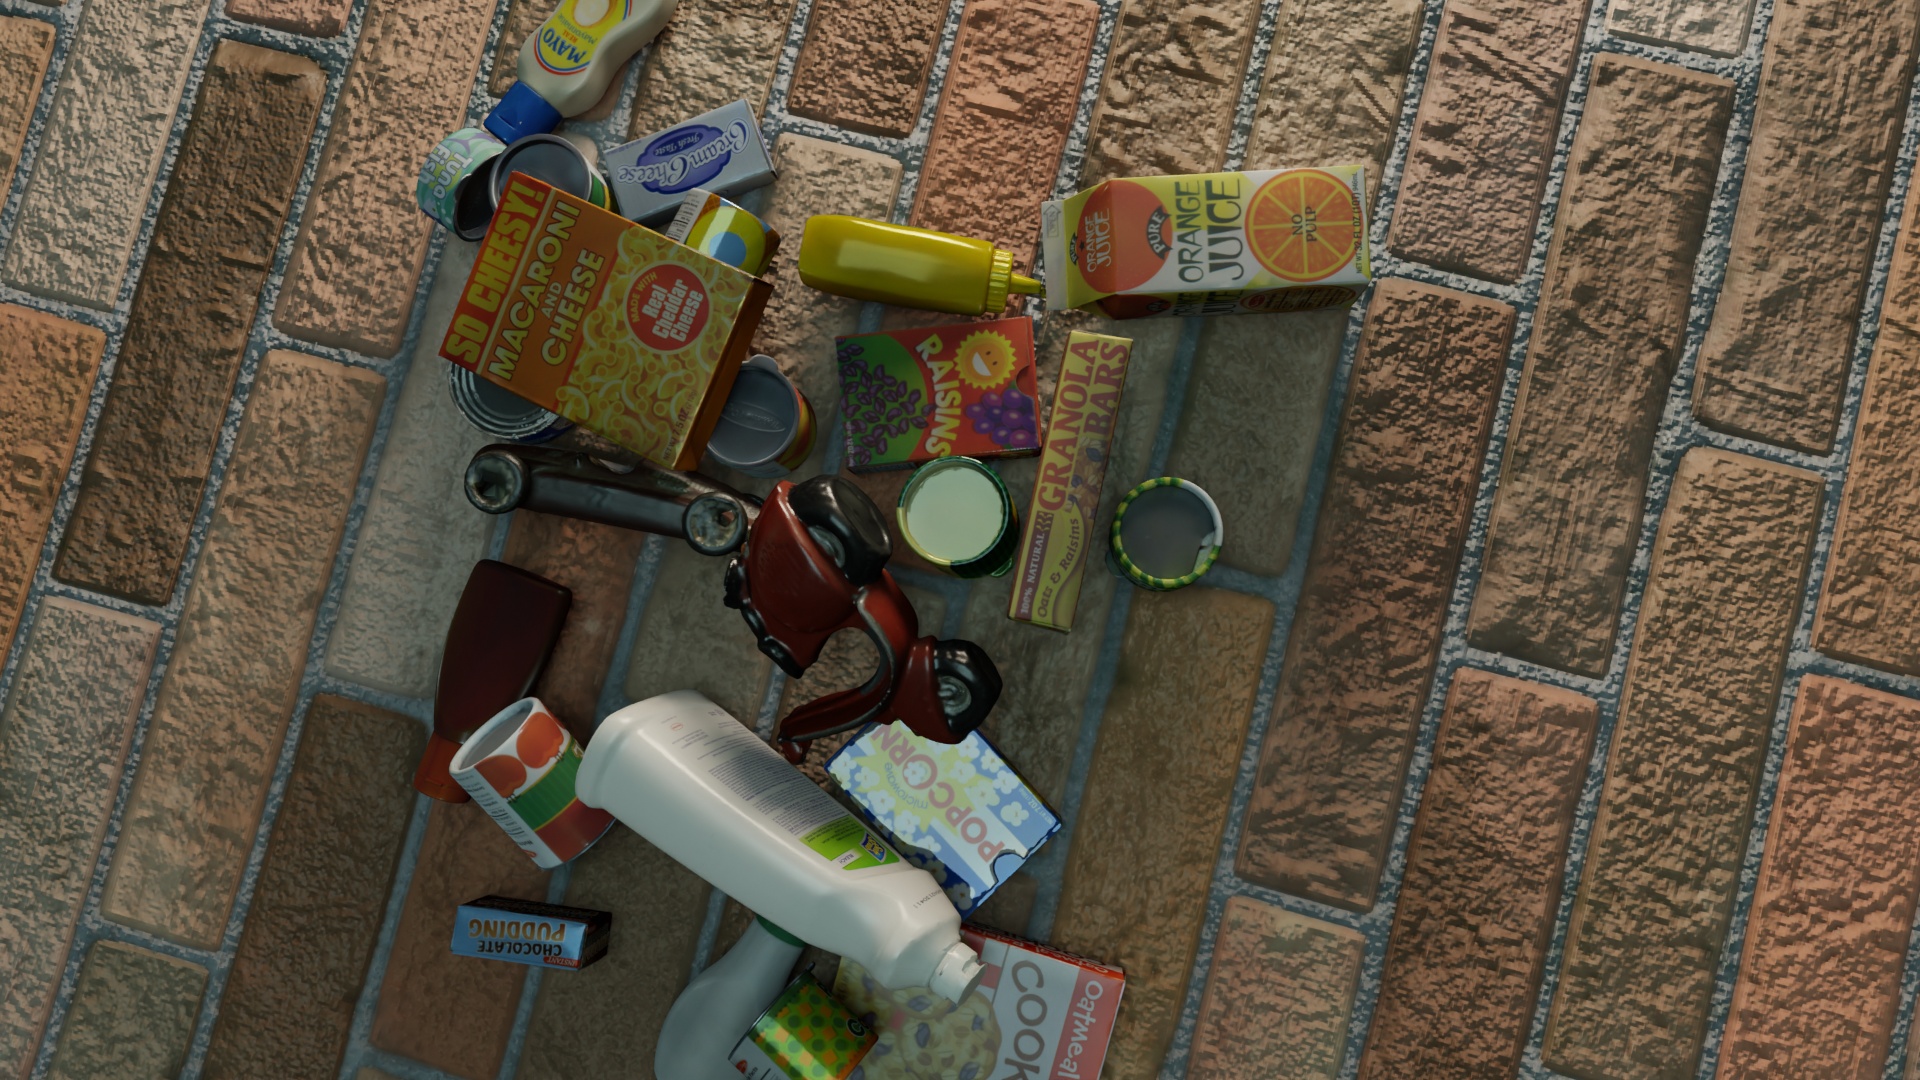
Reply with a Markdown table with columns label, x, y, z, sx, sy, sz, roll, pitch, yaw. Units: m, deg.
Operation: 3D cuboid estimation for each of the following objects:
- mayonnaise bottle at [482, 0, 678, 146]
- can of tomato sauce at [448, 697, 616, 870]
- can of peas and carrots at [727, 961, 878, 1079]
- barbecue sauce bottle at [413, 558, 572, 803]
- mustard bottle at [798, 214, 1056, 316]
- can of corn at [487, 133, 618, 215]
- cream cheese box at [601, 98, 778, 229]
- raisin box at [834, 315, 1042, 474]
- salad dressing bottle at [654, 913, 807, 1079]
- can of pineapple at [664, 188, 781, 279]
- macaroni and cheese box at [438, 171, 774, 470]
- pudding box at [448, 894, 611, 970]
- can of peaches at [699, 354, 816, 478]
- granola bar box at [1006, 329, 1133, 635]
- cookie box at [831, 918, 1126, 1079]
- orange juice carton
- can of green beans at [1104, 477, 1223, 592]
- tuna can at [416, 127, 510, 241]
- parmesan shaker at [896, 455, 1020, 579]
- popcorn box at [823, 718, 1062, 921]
| label | x | y | z | sx | sy | sz | roll | pitch | yaw |
| --- | --- | --- | --- | --- | --- | --- | --- | --- | --- |
| mayonnaise bottle | -0.253 | -0.318 | 0.911 | 0.065 | 0.041 | 0.148 | 37 | 88 | 5 |
| can of tomato sauce | -0.255 | 0.145 | 0.842 | 0.071 | 0.071 | 0.083 | -35 | 111 | 1 |
| can of peas and carrots | -0.087 | 0.288 | 0.792 | 0.059 | 0.071 | 0.071 | 40 | 89 | 11 |
| barbecue sauce bottle | -0.301 | 0.090 | 0.876 | 0.065 | 0.043 | 0.148 | 21 | 87 | 4 |
| mustard bottle | -0.019 | -0.169 | 0.871 | 0.160 | 0.065 | 0.049 | 9 | 91 | -1 |
| can of corn | -0.262 | -0.217 | 0.894 | 0.071 | 0.058 | 0.071 | 0 | 85 | 4 |
| cream cheese box | -0.177 | -0.244 | 0.907 | 0.104 | 0.024 | 0.053 | -20 | 84 | 2 |
| raisin box | -0.013 | -0.091 | 0.873 | 0.123 | 0.040 | 0.086 | -5 | 84 | 3 |
| salad dressing bottle | -0.129 | 0.269 | 0.847 | 0.064 | 0.044 | 0.147 | 32 | 87 | 9 |
| can of pineapple | -0.153 | -0.180 | 0.879 | 0.071 | 0.071 | 0.058 | 27 | 88 | 6 |
| macaroni and cheese box | -0.212 | -0.131 | 0.832 | 0.166 | 0.040 | 0.123 | 25 | 96 | 10 |
| pudding box | -0.264 | 0.242 | 0.856 | 0.084 | 0.049 | 0.030 | 7 | 84 | 5 |
| can of peaches | -0.126 | -0.076 | 0.871 | 0.071 | 0.058 | 0.071 | 0 | 85 | 5 |
| granola bar box | 0.063 | -0.029 | 0.818 | 0.039 | 0.124 | 0.165 | 12 | 86 | 4 |
| cookie box | 0.004 | 0.295 | 0.836 | 0.167 | 0.040 | 0.123 | 16 | 86 | 7 |
| orange juice carton | 0.147 | -0.179 | 0.851 | 0.193 | 0.073 | 0.072 | -2 | 85 | 5 |
| can of green beans | 0.124 | -0.003 | 0.844 | 0.071 | 0.058 | 0.071 | 0 | 85 | 5 |
| tuna can | -0.316 | -0.229 | 0.893 | 0.033 | 0.071 | 0.071 | 33 | 88 | 8 |
| parmesan shaker | 0.003 | -0.010 | 0.832 | 0.071 | 0.103 | 0.071 | 0 | 85 | 4 |
| popcorn box | -0.011 | 0.154 | 0.850 | 0.085 | 0.038 | 0.127 | -43 | 83 | -1 |
